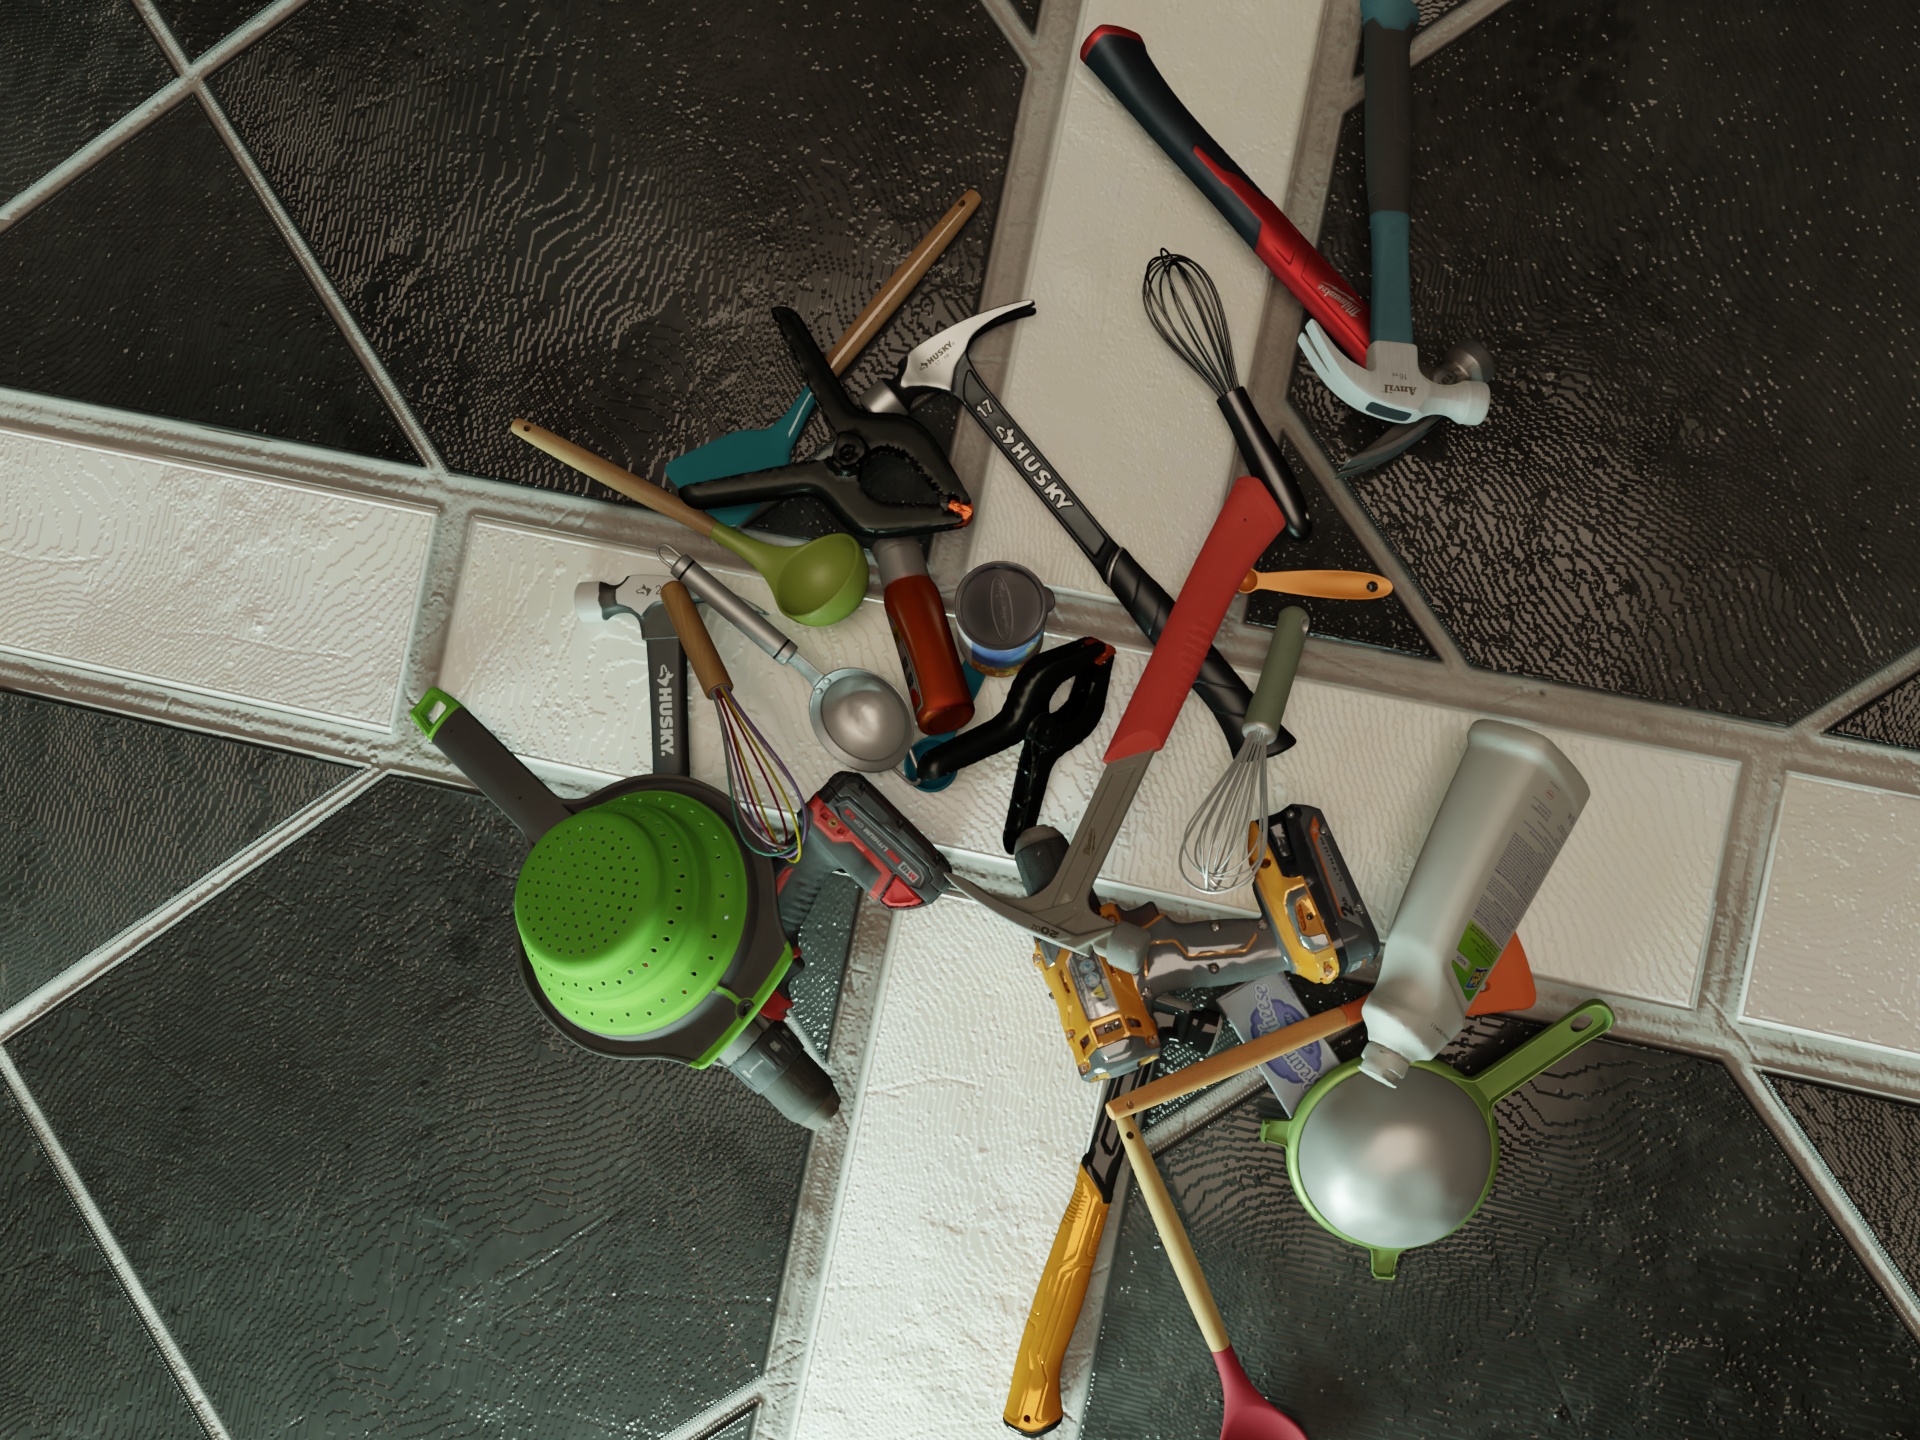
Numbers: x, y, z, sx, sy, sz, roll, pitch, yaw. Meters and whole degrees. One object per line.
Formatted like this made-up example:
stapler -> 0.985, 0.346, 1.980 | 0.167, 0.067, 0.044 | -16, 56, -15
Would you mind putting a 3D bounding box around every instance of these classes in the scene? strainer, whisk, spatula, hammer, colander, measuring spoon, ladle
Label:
strainer -> 0.348, 0.280, 1.098 | 0.256, 0.069, 0.151 | -38, 97, 10
whisk -> 0.205, 0.016, 1.108 | 0.059, 0.057, 0.246 | 3, 54, 30
spatula -> 0.251, 0.217, 1.119 | 0.322, 0.041, 0.081 | -18, 86, -14
hammer -> 0.106, -0.133, 1.180 | 0.149, 0.036, 0.409 | -40, 84, 3
colander -> -0.295, 0.081, 1.134 | 0.397, 0.094, 0.204 | 37, 87, 27
measuring spoon -> 0.259, -0.101, 1.173 | 0.117, 0.011, 0.021 | 3, 88, 4
hammer -> 0.085, 0.356, 1.165 | 0.127, 0.034, 0.337 | 16, 90, 7
hammer -> 0.209, -0.352, 1.159 | 0.143, 0.038, 0.386 | -38, 81, -14
whisk -> -0.166, -0.001, 1.142 | 0.051, 0.047, 0.245 | -28, 65, -1
hammer -> 0.307, -0.370, 1.132 | 0.128, 0.033, 0.331 | 4, 76, -4
hammer -> 0.128, -0.012, 1.121 | 0.149, 0.036, 0.359 | 22, 80, 19
ladle -> -0.211, -0.162, 1.211 | 0.320, 0.062, 0.078 | 28, 74, 10
ladle -> 0.175, 0.425, 1.138 | 0.069, 0.031, 0.315 | -23, 92, 1
spatula -> -0.092, -0.281, 1.205 | 0.082, 0.044, 0.317 | 41, 92, 21
hammer -> -0.215, 0.055, 1.213 | 0.146, 0.035, 0.335 | -3, 88, 8
strainer -> -0.122, -0.047, 1.179 | 0.258, 0.050, 0.087 | 40, 124, -7
whisk -> 0.199, -0.239, 1.167 | 0.055, 0.055, 0.239 | -27, 89, 5
measuring spoon -> -0.002, -0.004, 1.201 | 0.042, 0.021, 0.128 | 22, 82, 19

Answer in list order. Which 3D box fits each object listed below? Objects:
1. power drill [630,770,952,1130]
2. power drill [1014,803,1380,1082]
power drill -> -0.105, 0.168, 1.161 | 0.226, 0.080, 0.188 | -45, 91, 0
power drill -> 0.158, 0.133, 1.128 | 0.226, 0.084, 0.185 | -22, 70, 2
